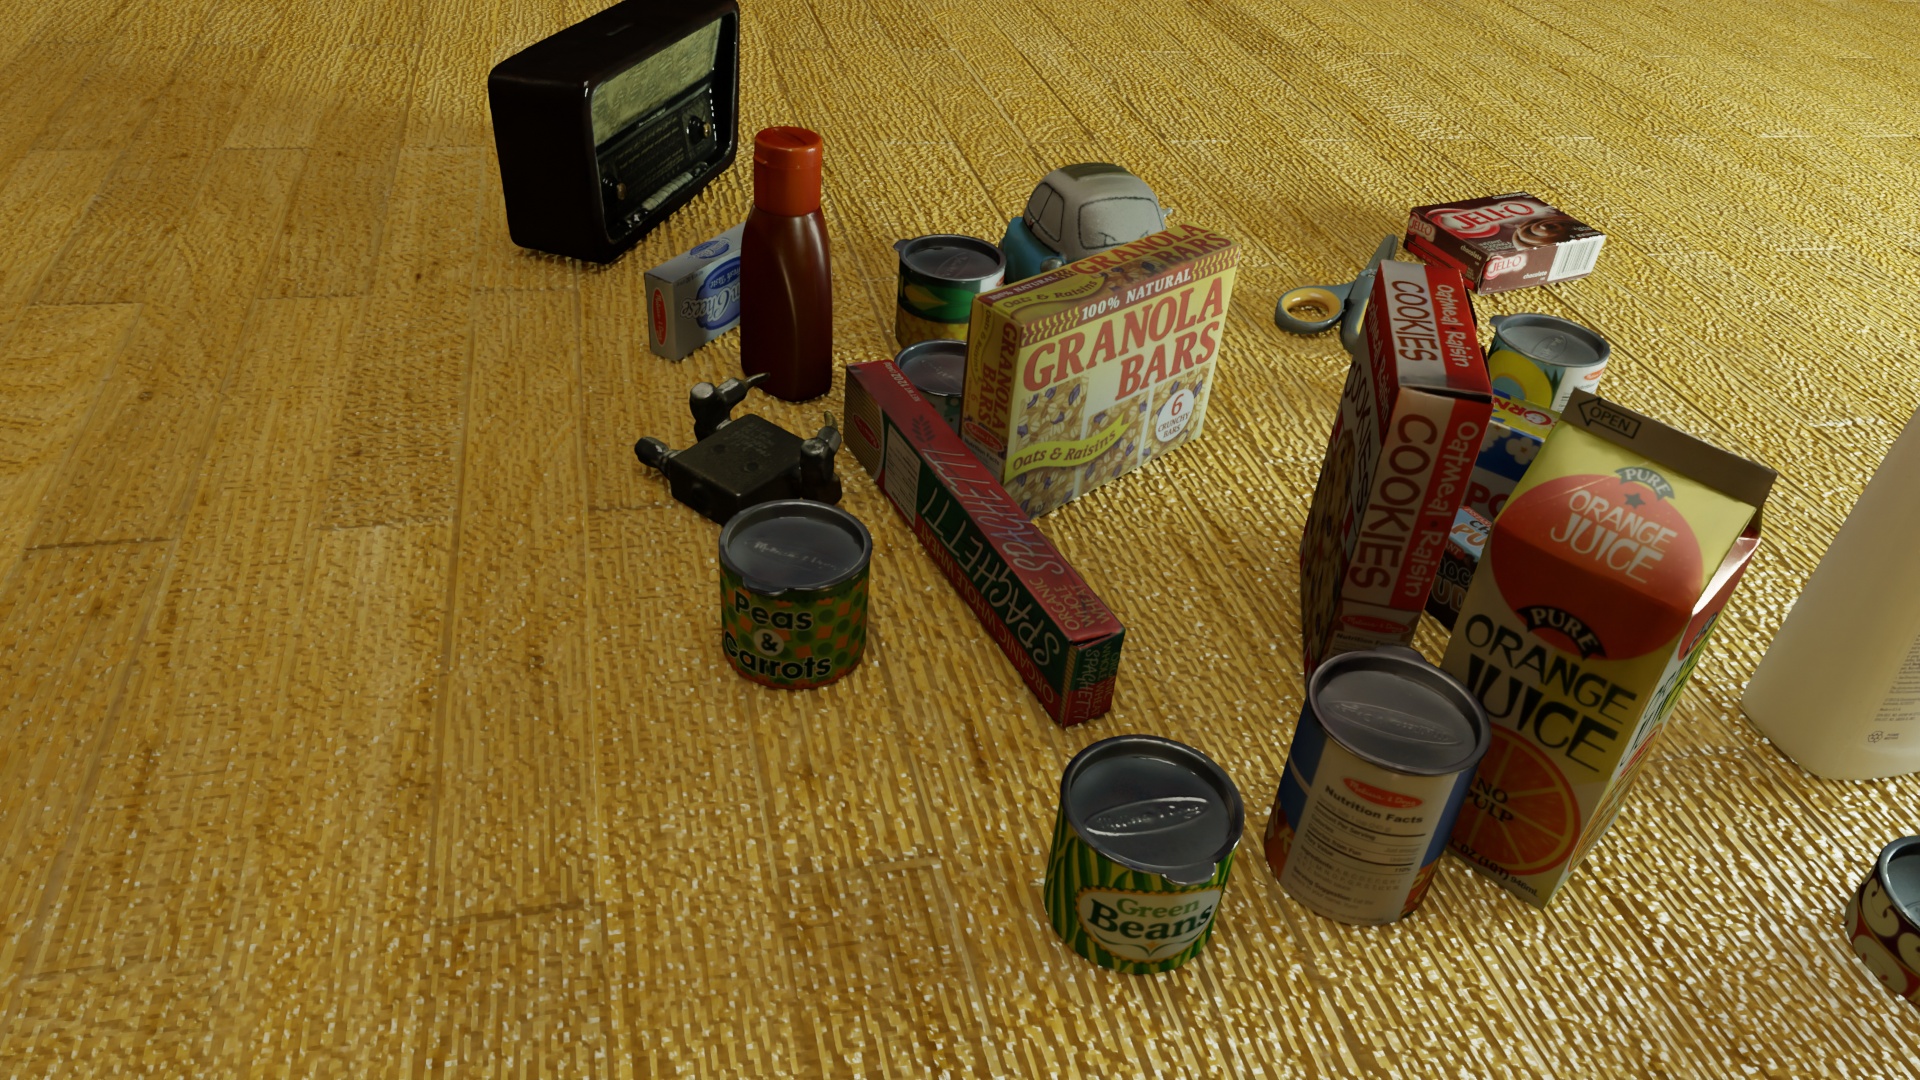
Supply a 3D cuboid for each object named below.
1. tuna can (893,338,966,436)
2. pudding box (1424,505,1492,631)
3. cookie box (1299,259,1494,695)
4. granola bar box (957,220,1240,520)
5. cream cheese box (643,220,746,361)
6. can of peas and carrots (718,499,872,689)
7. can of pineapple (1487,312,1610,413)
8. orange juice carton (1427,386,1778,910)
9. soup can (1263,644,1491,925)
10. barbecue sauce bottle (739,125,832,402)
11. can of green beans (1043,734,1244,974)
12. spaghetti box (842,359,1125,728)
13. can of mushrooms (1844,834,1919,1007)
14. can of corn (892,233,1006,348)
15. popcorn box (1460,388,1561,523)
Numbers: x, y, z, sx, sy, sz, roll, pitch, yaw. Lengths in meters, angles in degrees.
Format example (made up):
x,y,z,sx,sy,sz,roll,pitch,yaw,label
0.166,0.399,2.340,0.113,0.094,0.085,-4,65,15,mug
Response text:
x,y,z,sx,sy,sz,roll,pitch,yaw,label
-0.004,-0.087,0.798,0.071,0.032,0.071,4,36,-3,tuna can
0.257,0.026,0.665,0.030,0.049,0.084,-16,41,-27,pudding box
0.191,-0.025,0.626,0.040,0.166,0.123,10,36,5,cookie box
0.071,-0.088,0.733,0.166,0.123,0.039,-26,46,-36,granola bar box
-0.152,-0.155,0.854,0.024,0.053,0.104,22,39,21,cream cheese box
-0.074,0.025,0.612,0.071,0.058,0.071,4,36,-3,can of peas and carrots
0.349,-0.099,0.843,0.071,0.057,0.071,4,36,-3,can of pineapple
0.232,0.039,0.522,0.072,0.191,0.073,32,43,32,orange juice carton
0.157,0.093,0.530,0.071,0.083,0.072,4,36,-3,soup can
-0.098,-0.155,0.781,0.044,0.147,0.065,-23,45,-34,barbecue sauce bottle
0.066,0.115,0.509,0.071,0.057,0.071,4,36,-3,can of green beans
0.002,-0.008,0.676,0.029,0.049,0.251,-13,40,-24,spaghetti box
0.378,0.149,0.526,0.071,0.033,0.071,4,36,-3,can of mushrooms
-0.009,-0.152,0.865,0.071,0.058,0.071,4,36,-3,can of corn
0.306,-0.013,0.695,0.127,0.084,0.038,27,41,26,popcorn box
